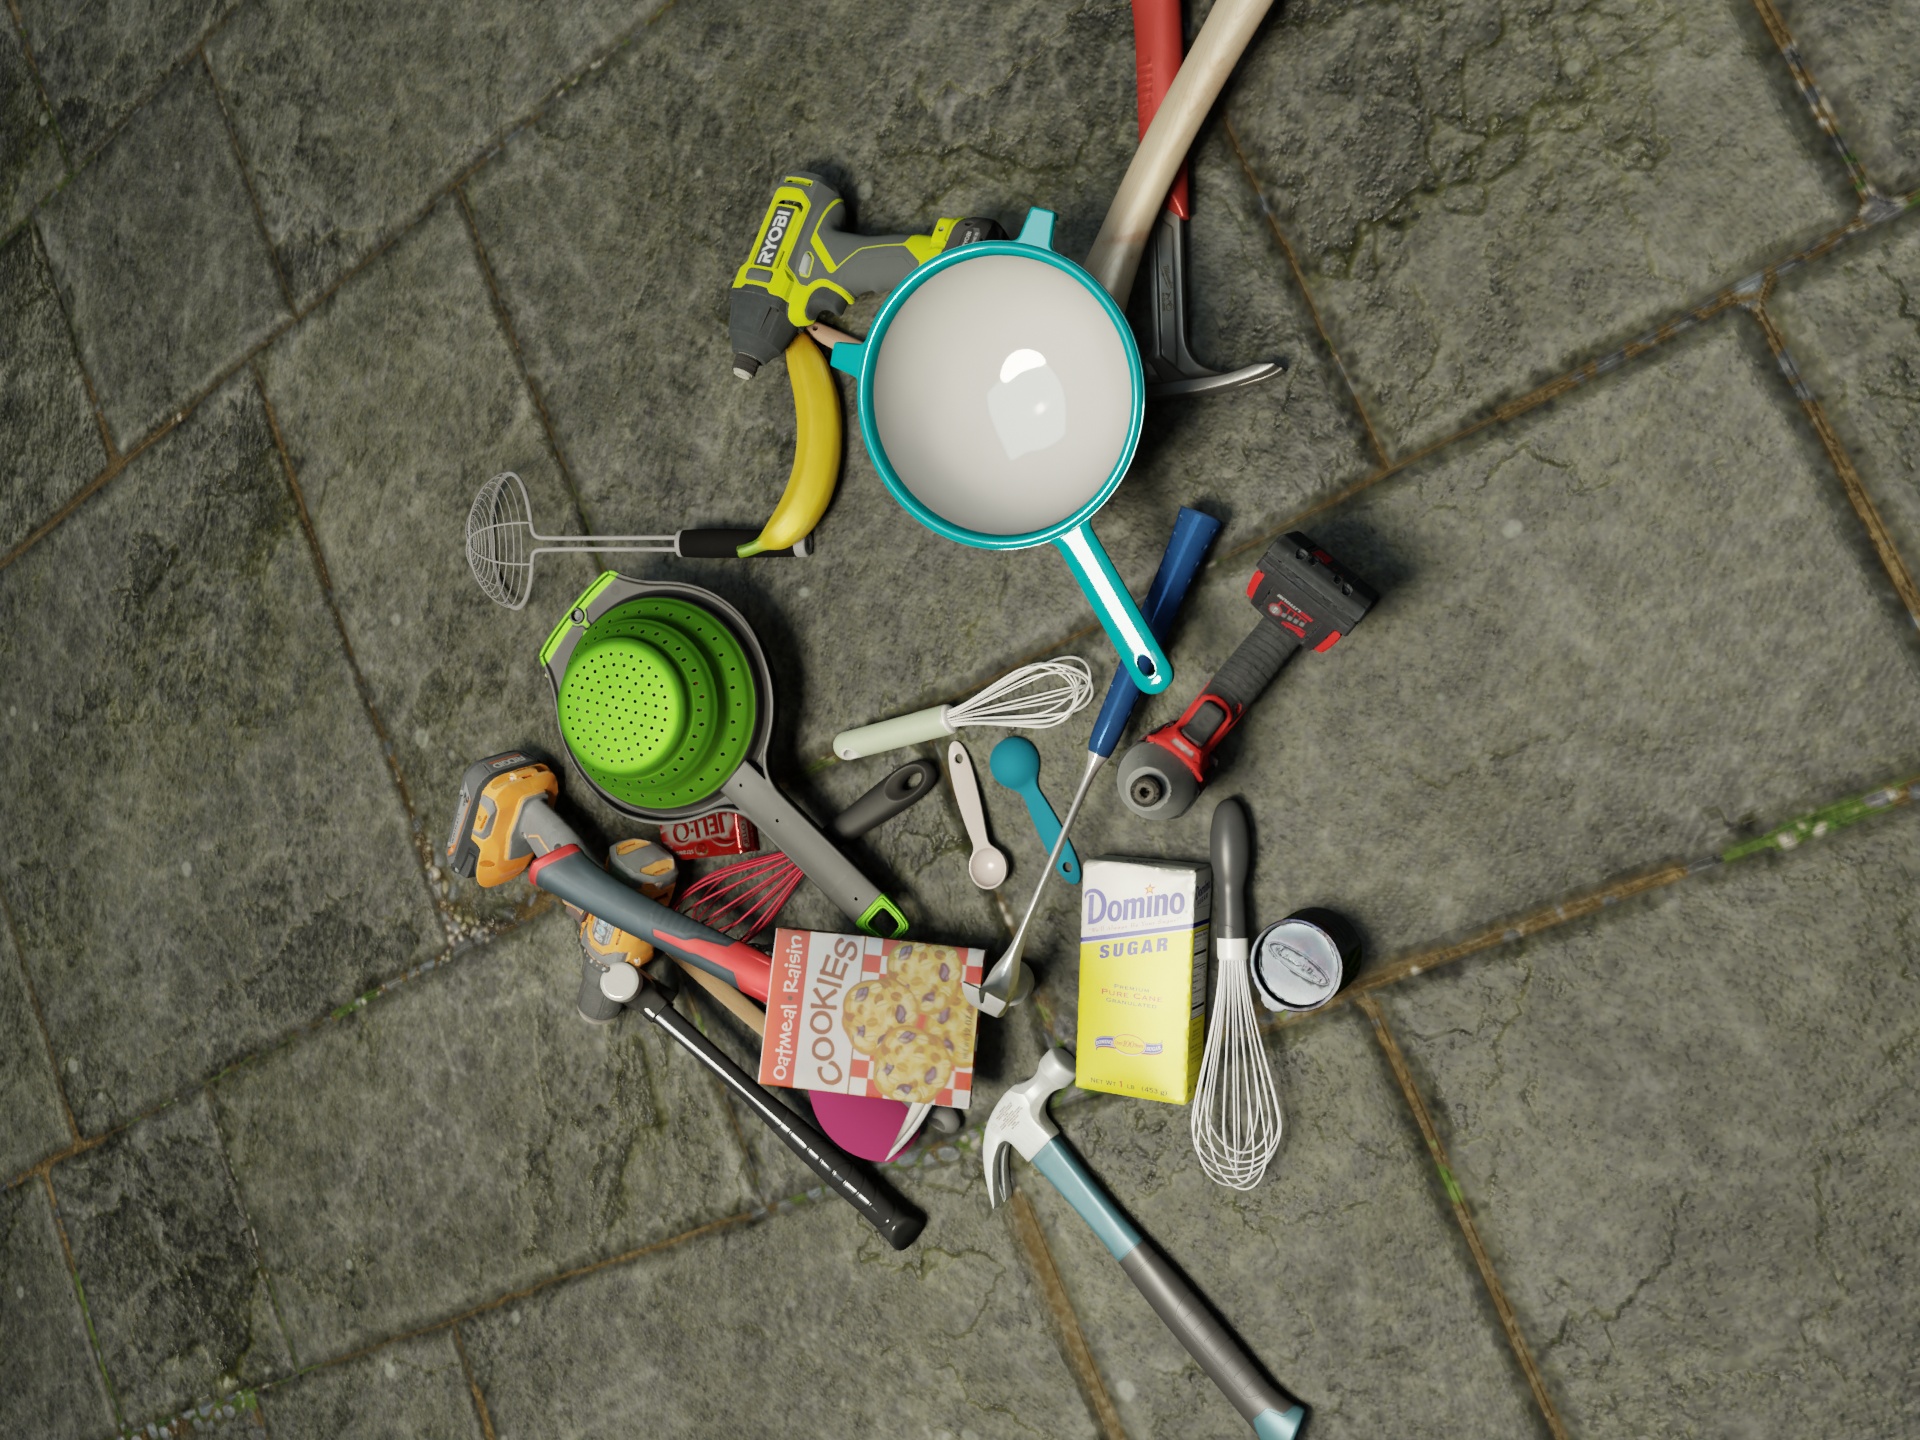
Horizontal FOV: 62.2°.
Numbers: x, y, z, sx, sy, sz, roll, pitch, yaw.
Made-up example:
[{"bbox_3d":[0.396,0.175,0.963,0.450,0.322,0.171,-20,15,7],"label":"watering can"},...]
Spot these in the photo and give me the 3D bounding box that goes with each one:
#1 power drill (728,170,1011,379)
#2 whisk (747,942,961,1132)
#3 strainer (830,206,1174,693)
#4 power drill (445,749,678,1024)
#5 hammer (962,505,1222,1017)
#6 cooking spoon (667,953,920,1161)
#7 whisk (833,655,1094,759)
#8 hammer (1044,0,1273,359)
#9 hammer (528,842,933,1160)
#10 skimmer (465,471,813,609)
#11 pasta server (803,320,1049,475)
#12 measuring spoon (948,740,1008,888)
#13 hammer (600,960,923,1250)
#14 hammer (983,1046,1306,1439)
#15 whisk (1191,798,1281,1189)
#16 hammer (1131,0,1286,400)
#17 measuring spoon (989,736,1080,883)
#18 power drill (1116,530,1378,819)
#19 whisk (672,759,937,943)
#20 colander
[{"bbox_3d":[-0.077,-0.336,1.263,0.223,0.080,0.171,18,84,28],"label":"power drill"},{"bbox_3d":[-0.093,0.265,1.331,0.239,0.055,0.055,38,109,17],"label":"whisk"},{"bbox_3d":[0.071,-0.178,1.143,0.211,0.095,0.340,-28,93,24],"label":"strainer"},{"bbox_3d":[-0.363,0.153,1.443,0.226,0.084,0.185,33,118,23],"label":"power drill"},{"bbox_3d":[0.098,0.035,1.179,0.035,0.144,0.405,24,95,12],"label":"hammer"},{"bbox_3d":[-0.161,0.270,1.368,0.319,0.069,0.017,33,150,28],"label":"cooking spoon"},{"bbox_3d":[-0.002,-0.004,1.274,0.246,0.057,0.059,-15,51,31],"label":"whisk"},{"bbox_3d":[0.160,-0.451,1.128,0.146,0.038,0.410,36,109,23],"label":"hammer"},{"bbox_3d":[-0.188,0.215,1.304,0.386,0.038,0.143,24,85,9],"label":"hammer"},{"bbox_3d":[-0.292,-0.161,1.426,0.363,0.090,0.127,2,98,18],"label":"skimmer"},{"bbox_3d":[-0.008,-0.261,1.266,0.316,0.040,0.060,31,86,25],"label":"pasta server"},{"bbox_3d":[0.014,0.076,1.285,0.034,0.018,0.124,-23,75,29],"label":"measuring spoon"},{"bbox_3d":[-0.165,0.325,1.345,0.335,0.146,0.035,39,79,9],"label":"hammer"},{"bbox_3d":[0.141,0.416,1.219,0.331,0.033,0.128,47,111,18],"label":"hammer"},{"bbox_3d":[0.201,0.200,1.166,0.070,0.070,0.284,-2,87,28],"label":"whisk"},{"bbox_3d":[0.158,-0.419,1.171,0.149,0.036,0.359,-1,92,28],"label":"hammer"},{"bbox_3d":[0.059,0.072,1.253,0.042,0.021,0.129,-32,78,25],"label":"measuring spoon"},{"bbox_3d":[0.190,-0.022,1.112,0.078,0.143,0.219,40,108,9],"label":"power drill"},{"bbox_3d":[-0.137,0.118,1.343,0.296,0.073,0.073,-35,76,19],"label":"whisk"},{"bbox_3d":[-0.199,0.043,1.279,0.397,0.094,0.204,43,103,9],"label":"colander"}]
